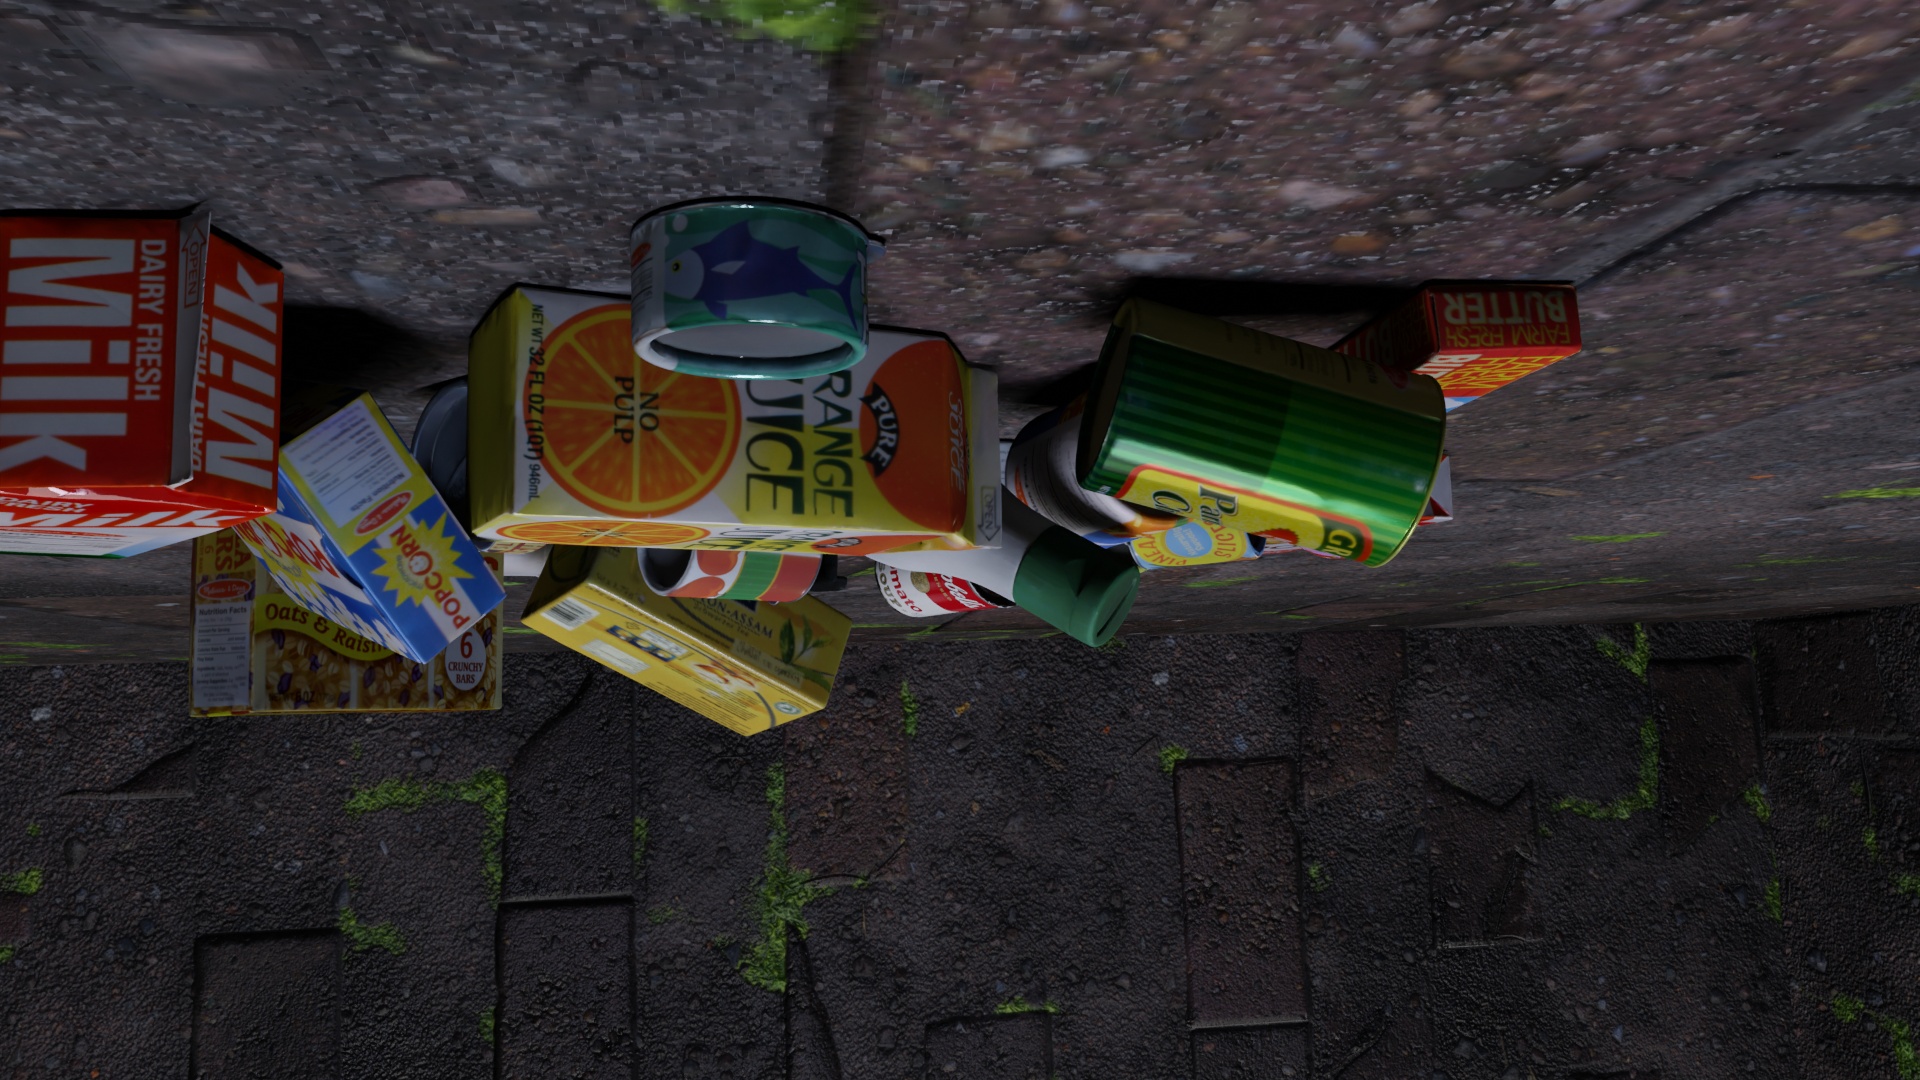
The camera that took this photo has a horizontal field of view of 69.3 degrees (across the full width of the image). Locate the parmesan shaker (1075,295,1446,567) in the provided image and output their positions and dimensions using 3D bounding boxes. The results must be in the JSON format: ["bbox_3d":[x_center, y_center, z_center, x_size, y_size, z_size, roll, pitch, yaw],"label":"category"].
[{"bbox_3d":[0.095,-0.036,0.459,0.103,0.071,0.071,14,171,-4],"label":"parmesan shaker"}]

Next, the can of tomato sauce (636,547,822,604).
[{"bbox_3d":[-0.131,0.002,0.783,0.083,0.071,0.071,5,170,-42],"label":"can of tomato sauce"}]

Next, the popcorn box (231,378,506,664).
[{"bbox_3d":[-0.219,-0.011,0.480,0.126,0.085,0.038,11,-136,46],"label":"popcorn box"}]

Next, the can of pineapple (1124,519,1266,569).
[{"bbox_3d":[0.114,-0.020,0.675,0.058,0.071,0.071,-6,172,24],"label":"can of pineapple"}]

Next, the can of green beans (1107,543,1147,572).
[{"bbox_3d":[0.074,-0.011,0.745,0.071,0.071,0.057,2,171,-25],"label":"can of green beans"}]

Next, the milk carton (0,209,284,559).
[{"bbox_3d":[-0.254,-0.039,0.405,0.190,0.072,0.073,-7,171,44],"label":"milk carton"}]

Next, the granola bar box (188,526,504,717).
[{"bbox_3d":[-0.285,0.020,0.662,0.039,0.124,0.165,-4,172,18],"label":"granola bar box"}]

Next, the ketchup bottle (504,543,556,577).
[{"bbox_3d":[-0.322,0.004,0.847,0.149,0.043,0.064,1,173,-26],"label":"ketchup bottle"}]

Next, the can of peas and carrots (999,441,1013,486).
[{"bbox_3d":[0.011,-0.017,0.714,0.071,0.059,0.071,-1,173,0],"label":"can of peas and carrots"}]

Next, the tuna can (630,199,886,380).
[{"bbox_3d":[-0.056,-0.067,0.387,0.071,0.033,0.071,-1,173,0],"label":"tuna can"}]

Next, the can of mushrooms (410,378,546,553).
[{"bbox_3d":[-0.180,-0.026,0.538,0.071,0.071,0.033,-7,173,35],"label":"can of mushrooms"}]

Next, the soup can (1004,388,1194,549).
[{"bbox_3d":[0.066,-0.033,0.578,0.071,0.071,0.083,1,172,-20],"label":"soup can"}]

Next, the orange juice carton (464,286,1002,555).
[{"bbox_3d":[-0.068,-0.035,0.490,0.193,0.072,0.073,2,172,-29],"label":"orange juice carton"}]

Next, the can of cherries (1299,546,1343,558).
[{"bbox_3d":[0.174,-0.027,0.656,0.071,0.071,0.058,-4,173,18],"label":"can of cherries"}]

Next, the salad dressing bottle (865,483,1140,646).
[{"bbox_3d":[0.002,-0.007,0.566,0.148,0.064,0.043,29,162,24],"label":"salad dressing bottle"}]

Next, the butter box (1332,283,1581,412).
[{"bbox_3d":[0.170,-0.066,0.497,0.053,0.024,0.103,-2,173,-7],"label":"butter box"}]

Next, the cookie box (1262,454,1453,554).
[{"bbox_3d":[0.182,-0.019,0.813,0.123,0.040,0.167,1,173,-21],"label":"cookie box"}]
